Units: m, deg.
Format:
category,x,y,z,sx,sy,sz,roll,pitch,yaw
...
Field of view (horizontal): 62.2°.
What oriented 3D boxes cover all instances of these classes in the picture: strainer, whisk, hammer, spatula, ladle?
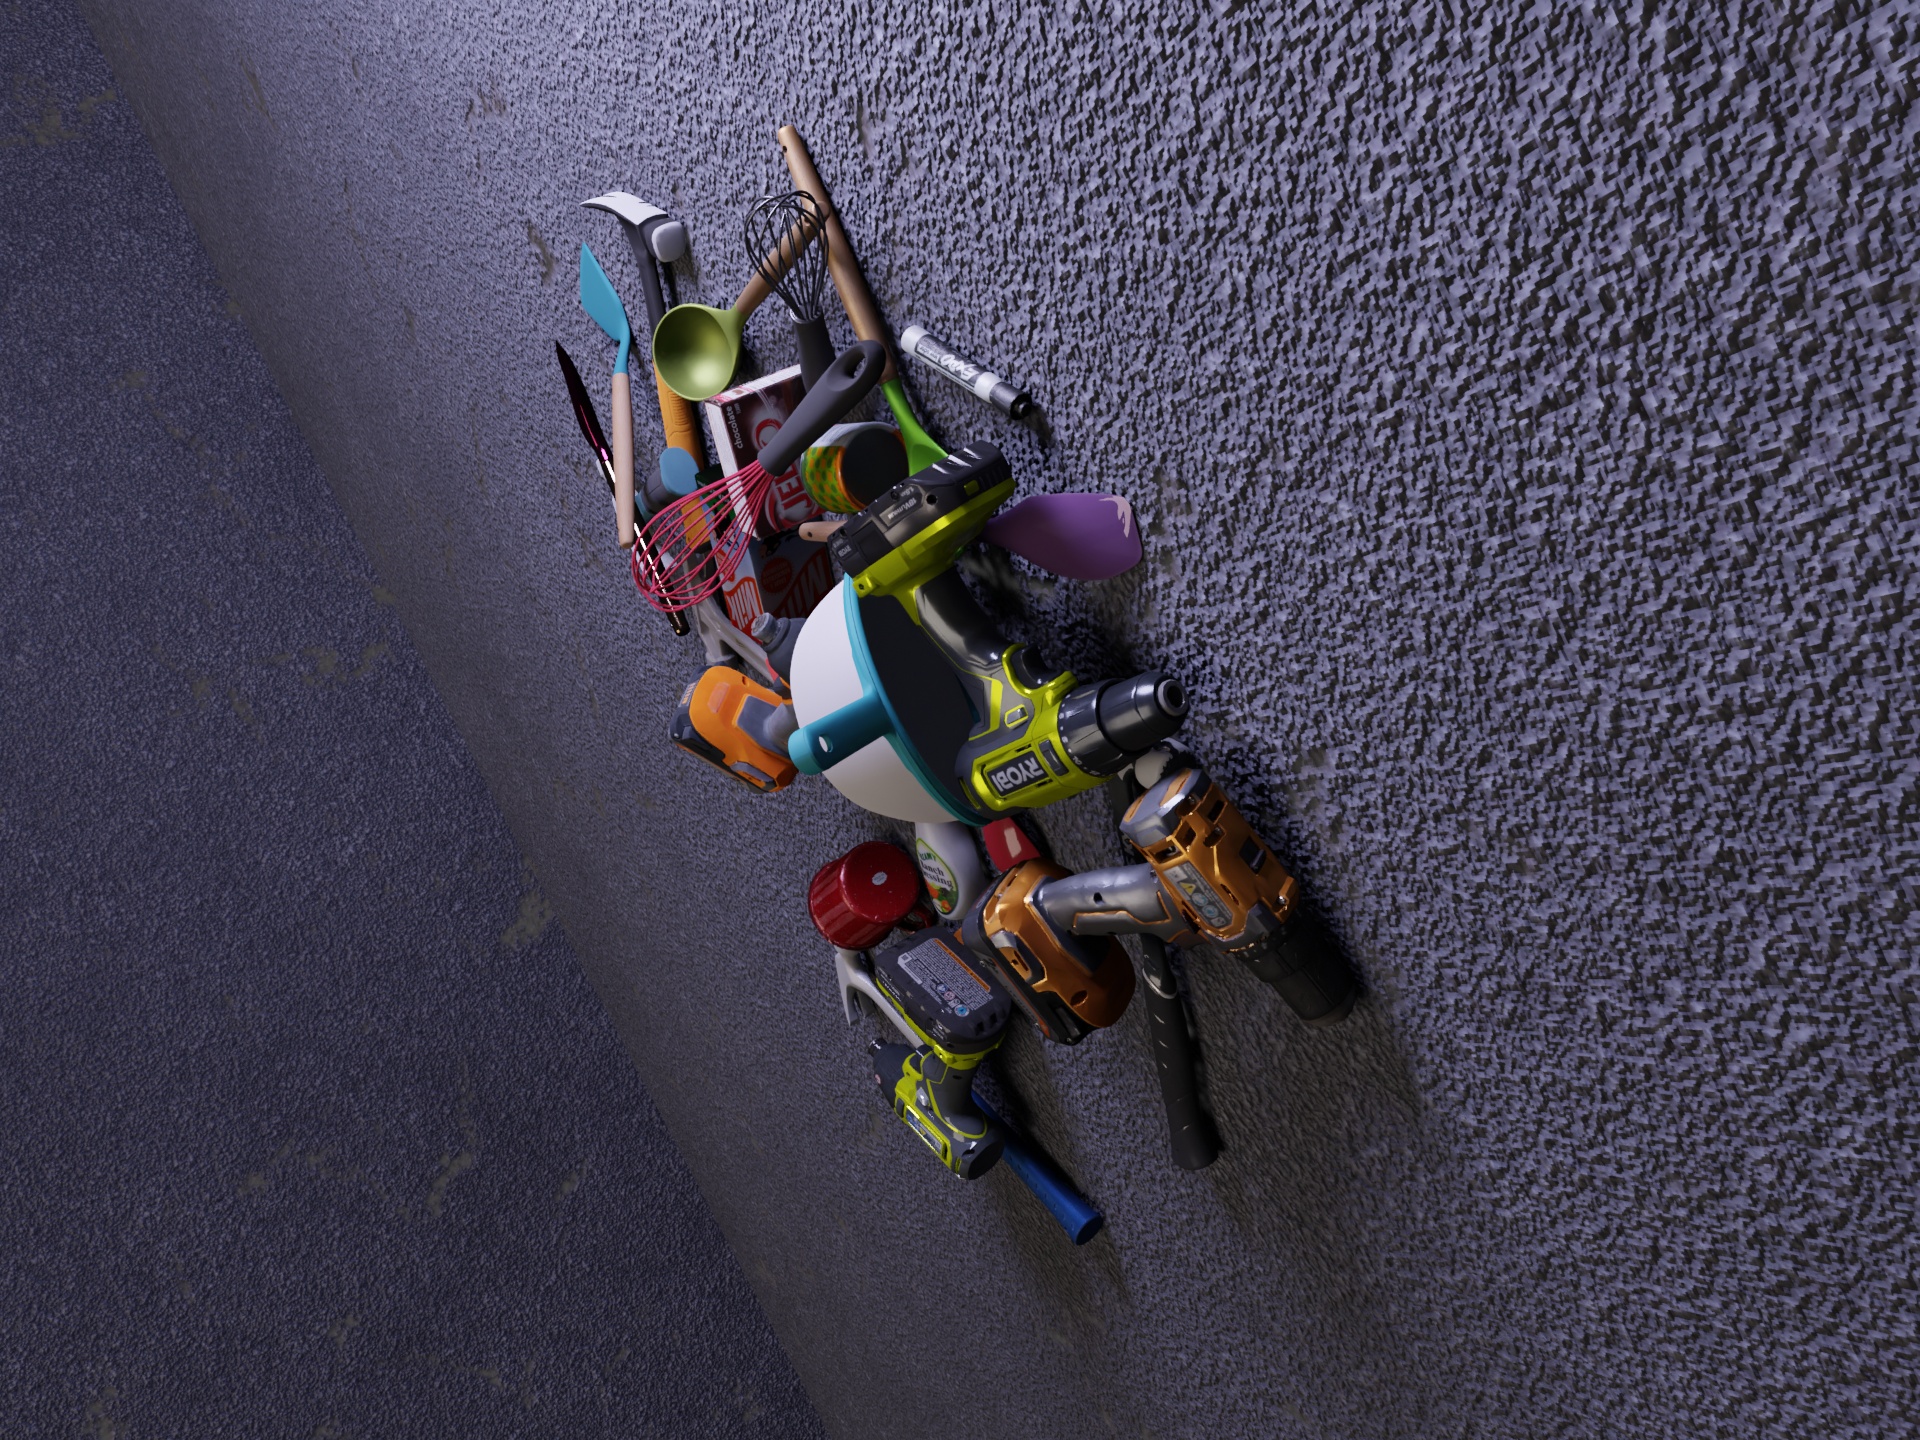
category,x,y,z,sx,sy,sz,roll,pitch,yaw
strainer,-0.075,0.004,1.075,0.211,0.095,0.340,64,-162,-3
whisk,-0.107,-0.279,1.095,0.055,0.055,0.238,51,169,20
whisk,-0.147,-0.173,1.148,0.295,0.073,0.073,-39,79,35
hammer,-0.003,0.372,1.610,0.406,0.035,0.144,42,148,35
spatula,-0.004,-0.125,1.075,0.316,0.018,0.059,8,123,44
ladle,-0.002,-0.004,1.248,0.069,0.031,0.315,-2,112,63
ladle,-0.163,-0.312,1.178,0.078,0.062,0.320,63,157,-6
hammer,-0.284,-0.207,1.472,0.128,0.033,0.331,70,162,-7
hammer,-0.149,-0.031,1.476,0.359,0.036,0.149,39,146,40
spatula,-0.317,-0.288,1.436,0.082,0.044,0.318,115,150,-58
hammer,0.137,0.171,1.156,0.149,0.036,0.408,28,139,51
hammer,-0.261,-0.298,1.417,0.127,0.034,0.336,37,145,39

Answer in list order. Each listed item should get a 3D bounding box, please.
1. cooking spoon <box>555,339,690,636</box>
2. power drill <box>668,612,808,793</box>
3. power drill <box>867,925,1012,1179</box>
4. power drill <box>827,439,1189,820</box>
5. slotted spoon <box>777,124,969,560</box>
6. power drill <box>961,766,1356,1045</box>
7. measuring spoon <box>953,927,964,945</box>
category,x,y,z,sx,sy,sz,roll,pitch,yaw
cooking spoon,-0.315,-0.216,1.467,0.319,0.017,0.068,64,163,15
power drill,-0.148,-0.018,1.322,0.164,0.084,0.226,36,148,-28
power drill,-0.026,0.307,1.493,0.171,0.080,0.223,39,141,33
power drill,0.031,-0.055,1.010,0.190,0.080,0.228,-27,96,50
slotted spoon,-0.057,-0.258,1.094,0.070,0.031,0.313,-14,102,55
power drill,0.129,0.142,1.030,0.185,0.084,0.226,49,136,-9
measuring spoon,0.005,0.196,1.446,0.021,0.011,0.117,59,154,5
